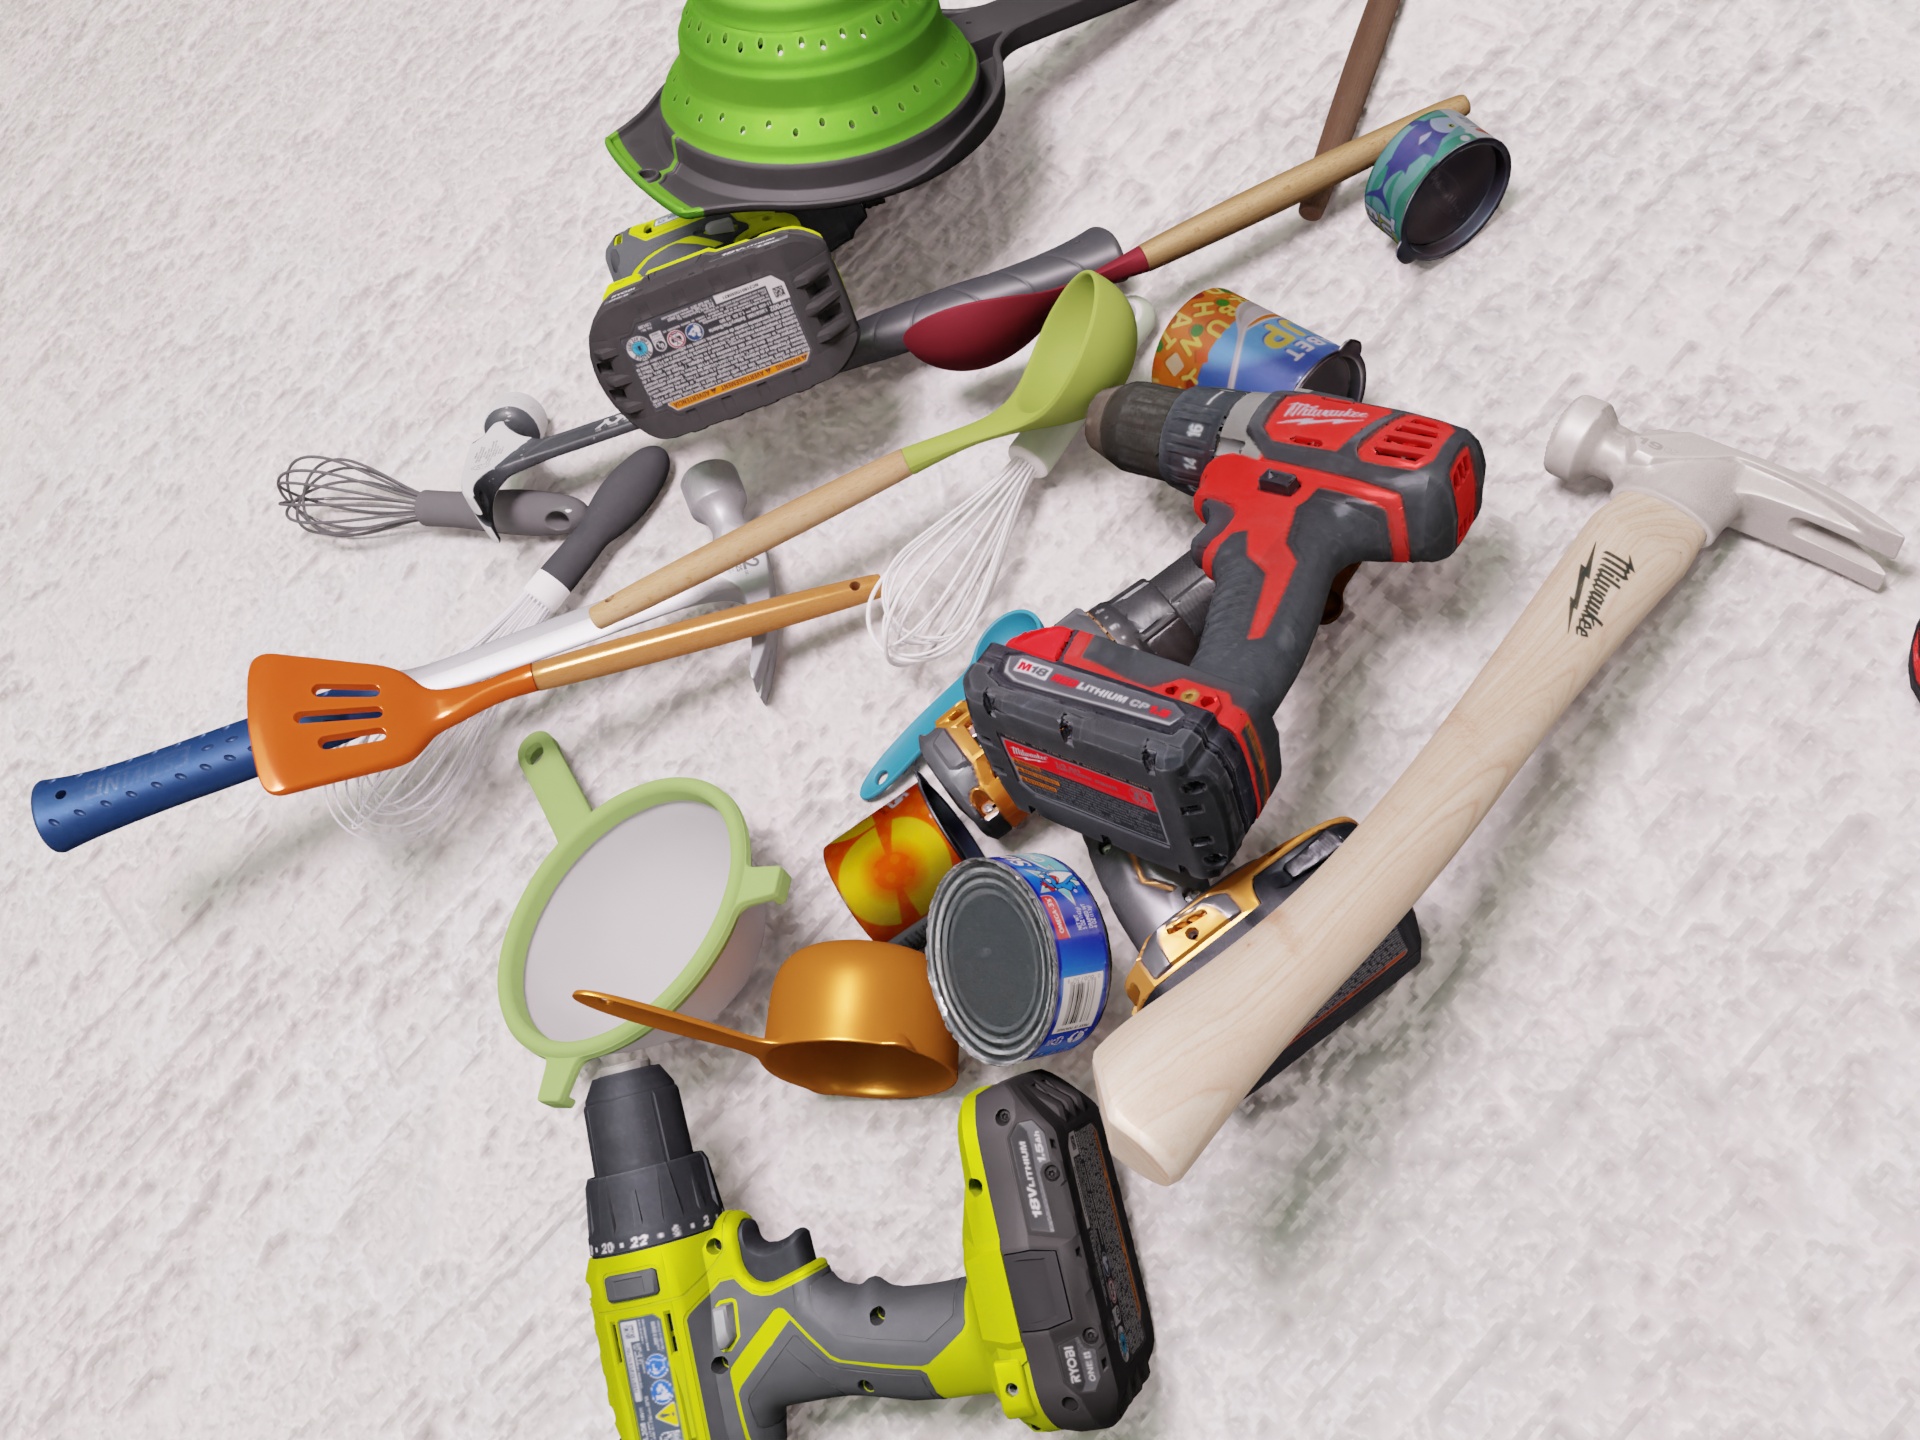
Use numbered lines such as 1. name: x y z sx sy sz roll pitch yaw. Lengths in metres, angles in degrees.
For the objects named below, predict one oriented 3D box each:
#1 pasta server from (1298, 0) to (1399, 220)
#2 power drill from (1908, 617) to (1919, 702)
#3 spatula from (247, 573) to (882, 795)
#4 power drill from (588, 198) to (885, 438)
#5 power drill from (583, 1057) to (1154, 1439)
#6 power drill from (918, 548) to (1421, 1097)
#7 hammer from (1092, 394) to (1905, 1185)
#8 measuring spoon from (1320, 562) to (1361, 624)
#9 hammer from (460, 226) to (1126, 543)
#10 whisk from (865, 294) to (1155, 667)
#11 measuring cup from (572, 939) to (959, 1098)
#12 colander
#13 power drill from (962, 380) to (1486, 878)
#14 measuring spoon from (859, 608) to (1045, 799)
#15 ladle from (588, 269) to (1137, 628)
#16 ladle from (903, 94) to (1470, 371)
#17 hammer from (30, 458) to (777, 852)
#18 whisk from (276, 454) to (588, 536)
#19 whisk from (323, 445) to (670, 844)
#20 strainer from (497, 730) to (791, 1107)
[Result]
1. pasta server: 0.235 -0.415 0.881 0.060 0.040 0.316 8 70 40
2. power drill: 0.459 -0.059 0.550 0.219 0.143 0.079 -13 64 15
3. spatula: -0.196 -0.032 0.815 0.322 0.041 0.081 -15 66 -3
4. power drill: -0.121 -0.251 0.894 0.171 0.080 0.223 -19 32 7
5. power drill: -0.051 0.219 0.658 0.228 0.080 0.191 -16 79 16
6. power drill: 0.106 0.029 0.704 0.185 0.084 0.226 -38 53 1
7. hammer: 0.202 0.021 0.609 0.146 0.038 0.411 32 63 29
8. measuring spoon: 0.195 -0.093 0.762 0.021 0.011 0.117 21 72 31
9. hammer: -0.103 -0.200 0.908 0.409 0.036 0.149 -16 34 12
10. whisk: 0.031 -0.128 0.830 0.058 0.059 0.246 28 74 26
11. measuring cup: -0.080 0.120 0.698 0.095 0.173 0.052 -44 33 54
12. colander: -0.012 -0.405 0.877 0.397 0.094 0.205 -29 52 -18
13. power drill: 0.094 -0.061 0.681 0.188 0.080 0.227 20 61 34
14. measuring spoon: -0.001 -0.003 0.804 0.128 0.021 0.042 -46 39 9
15. ladle: -0.056 -0.129 0.806 0.320 0.062 0.078 -25 32 10
16. ladle: 0.119 -0.253 0.829 0.315 0.069 0.031 -25 83 3
17. hammer: -0.291 -0.014 0.857 0.405 0.035 0.144 -21 66 -5
18. whisk: -0.333 -0.136 0.995 0.239 0.055 0.055 6 69 22
19. whisk: -0.260 -0.050 0.917 0.070 0.070 0.284 28 75 32
20. strainer: -0.172 0.083 0.817 0.151 0.069 0.257 -44 39 -1
